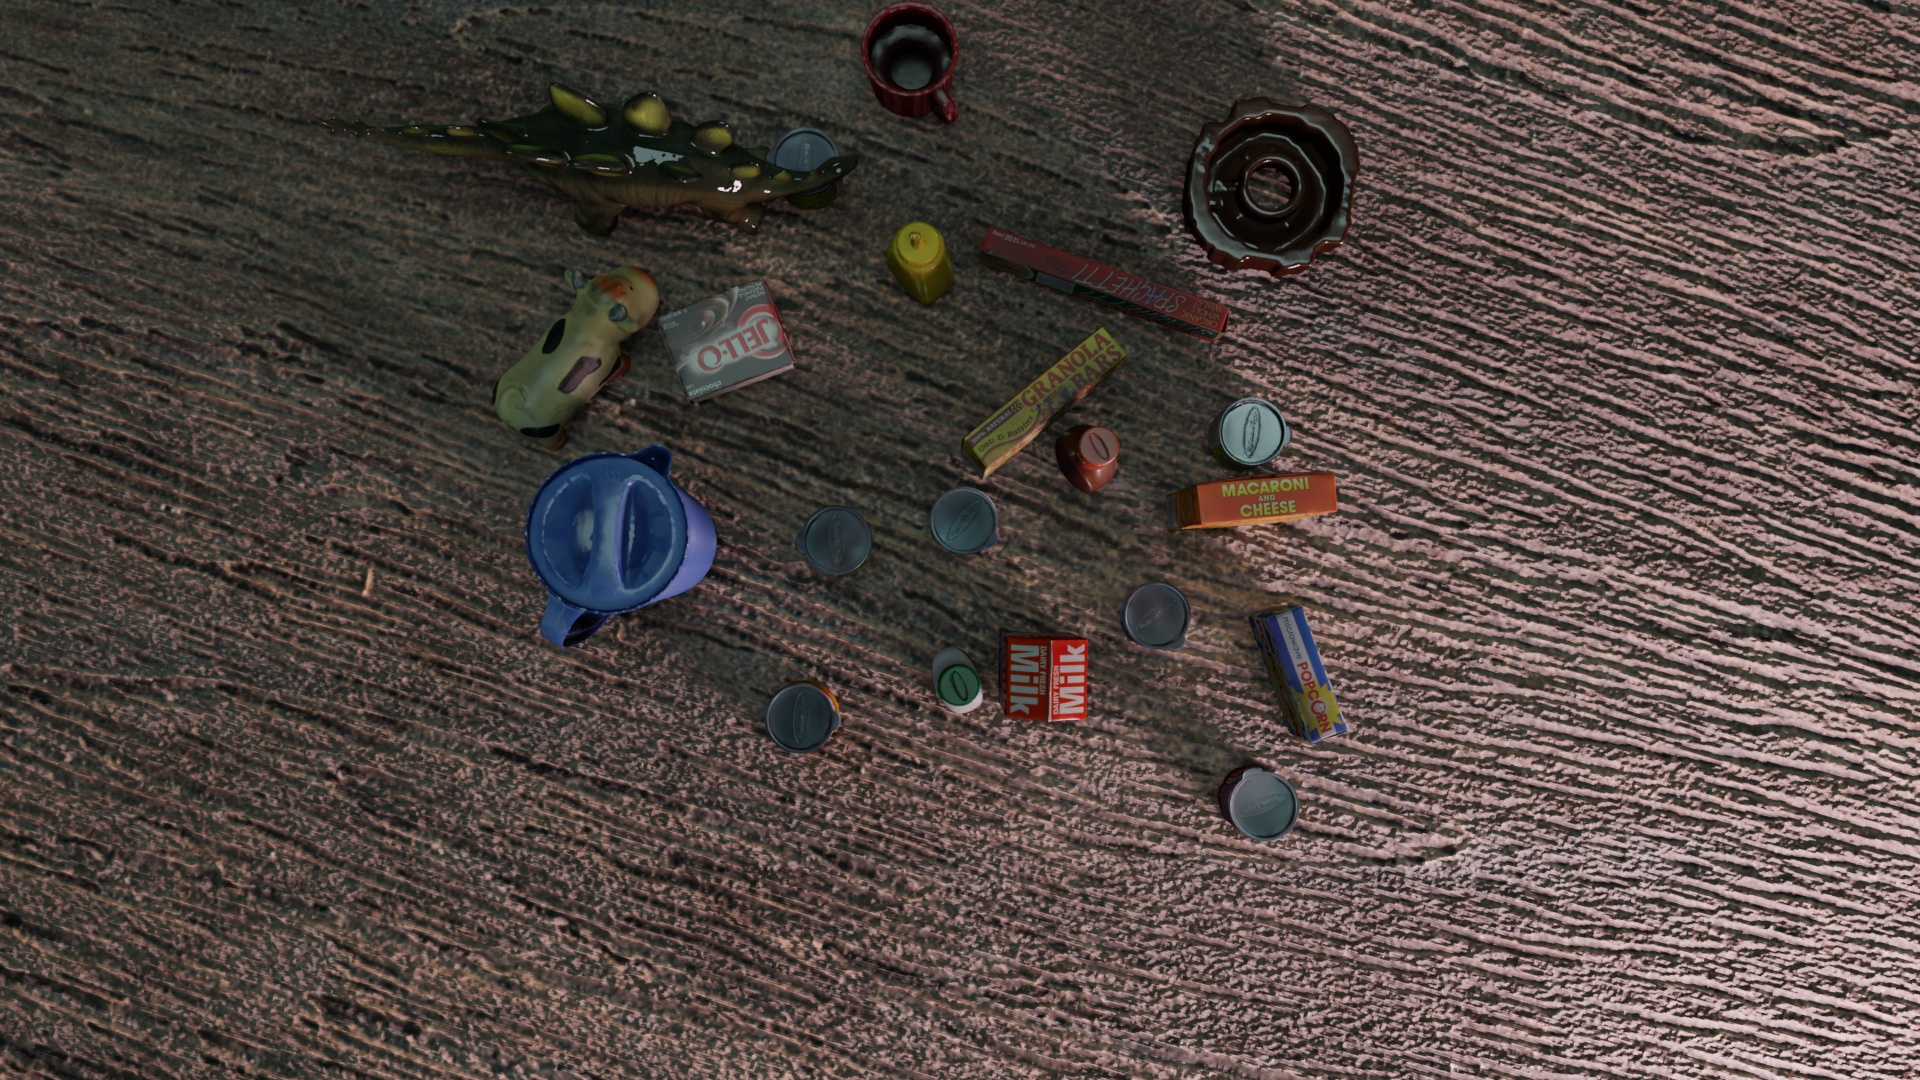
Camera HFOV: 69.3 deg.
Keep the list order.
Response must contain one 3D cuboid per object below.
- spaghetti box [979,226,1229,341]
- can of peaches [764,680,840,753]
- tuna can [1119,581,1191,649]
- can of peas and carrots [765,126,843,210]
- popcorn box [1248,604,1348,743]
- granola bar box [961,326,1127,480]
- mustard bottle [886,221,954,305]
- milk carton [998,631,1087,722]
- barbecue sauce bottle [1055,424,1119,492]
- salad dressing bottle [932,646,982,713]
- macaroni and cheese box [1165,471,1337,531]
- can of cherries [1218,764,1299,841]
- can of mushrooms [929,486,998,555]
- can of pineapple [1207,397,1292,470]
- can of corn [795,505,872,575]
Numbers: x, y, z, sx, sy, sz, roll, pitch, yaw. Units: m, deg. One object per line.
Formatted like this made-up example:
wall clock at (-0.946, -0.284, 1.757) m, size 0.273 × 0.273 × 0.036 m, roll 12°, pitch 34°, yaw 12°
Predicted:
spaghetti box at (0.141, -0.249, 1.359) m, size 0.250 × 0.050 × 0.028 m, roll 19°, pitch 87°, yaw 0°
can of peaches at (-0.148, 0.168, 1.326) m, size 0.071 × 0.058 × 0.071 m, roll 0°, pitch 87°, yaw -1°
tuna can at (0.190, 0.075, 1.351) m, size 0.071 × 0.033 × 0.071 m, roll 0°, pitch 87°, yaw -1°
can of peas and carrots at (-0.151, -0.361, 1.354) m, size 0.071 × 0.058 × 0.071 m, roll 0°, pitch 87°, yaw -1°
popcorn box at (0.320, 0.125, 1.325) m, size 0.038 × 0.085 × 0.126 m, roll -20°, pitch 88°, yaw -2°
granola bar box at (0.075, -0.128, 1.314) m, size 0.165 × 0.124 × 0.039 m, roll -39°, pitch 89°, yaw -3°
mustard bottle at (-0.038, -0.265, 1.300) m, size 0.049 × 0.160 × 0.065 m, roll -44°, pitch 89°, yaw -2°
milk carton at (0.075, 0.122, 1.267) m, size 0.073 × 0.190 × 0.072 m, roll 1°, pitch 88°, yaw -1°
barbecue sauce bottle at (0.120, -0.080, 1.300) m, size 0.044 × 0.148 × 0.065 m, roll -32°, pitch 88°, yaw -2°
salad dressing bottle at (-0.002, 0.131, 1.287) m, size 0.044 × 0.147 × 0.064 m, roll -23°, pitch 88°, yaw -2°
macaroni and cheese box at (0.266, -0.035, 1.292) m, size 0.124 × 0.166 × 0.040 m, roll -5°, pitch 88°, yaw -1°
can of cherries at (0.284, 0.248, 1.331) m, size 0.071 × 0.058 × 0.071 m, roll 0°, pitch 87°, yaw -1°
can of mushrooms at (0.005, -0.017, 1.352) m, size 0.071 × 0.033 × 0.071 m, roll 0°, pitch 87°, yaw -1°
can of pineapple at (0.279, -0.102, 1.350) m, size 0.071 × 0.058 × 0.071 m, roll 0°, pitch 87°, yaw -1°
can of corn at (-0.120, 0.001, 1.336) m, size 0.071 × 0.058 × 0.071 m, roll 0°, pitch 87°, yaw -1°
